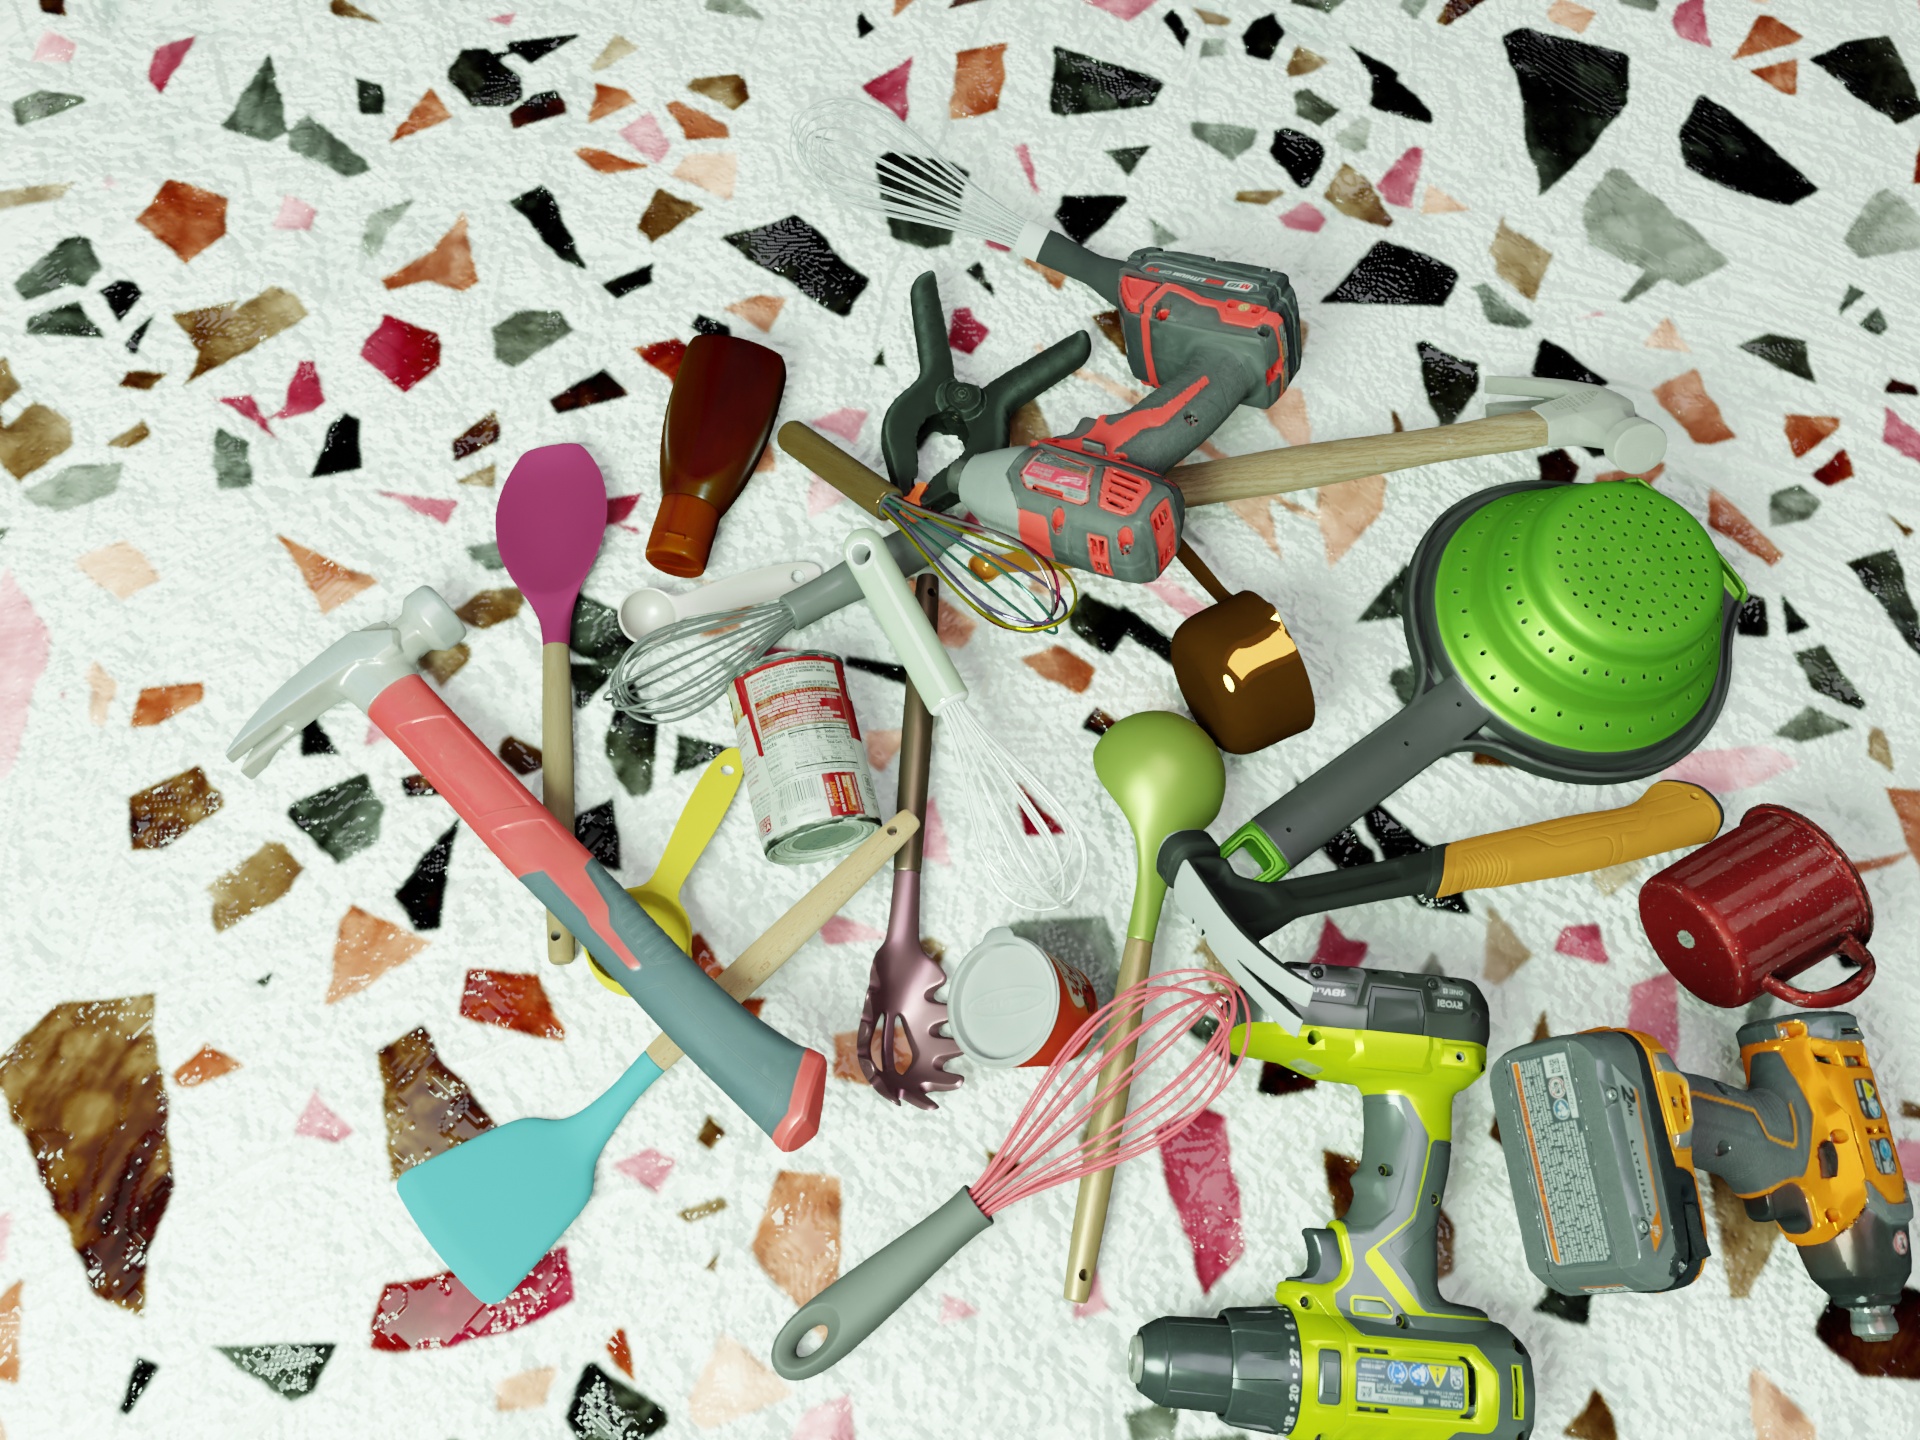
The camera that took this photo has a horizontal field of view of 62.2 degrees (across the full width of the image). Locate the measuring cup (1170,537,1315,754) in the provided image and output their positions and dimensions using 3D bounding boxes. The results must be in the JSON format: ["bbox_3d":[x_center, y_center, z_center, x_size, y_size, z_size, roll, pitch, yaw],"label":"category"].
[{"bbox_3d":[0.138,-0.053,0.924,0.052,0.095,0.174,-26,54,-8],"label":"measuring cup"}]

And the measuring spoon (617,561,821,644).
[{"bbox_3d":[-0.141,-0.071,0.938,0.124,0.018,0.034,-17,83,-18],"label":"measuring spoon"}]

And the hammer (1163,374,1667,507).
[{"bbox_3d":[0.237,-0.160,0.965,0.331,0.031,0.130,-9,28,1],"label":"hammer"}]

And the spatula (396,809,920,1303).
[{"bbox_3d":[-0.139,0.156,0.816,0.317,0.044,0.082,-44,70,-9],"label":"spatula"}]

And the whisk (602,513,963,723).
[{"bbox_3d":[-0.098,-0.064,0.919,0.239,0.055,0.055,-30,73,-19],"label":"whisk"}]

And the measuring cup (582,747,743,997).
[{"bbox_3d":[-0.155,0.082,0.873,0.062,0.029,0.157,21,57,4],"label":"measuring cup"}]

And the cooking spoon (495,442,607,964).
[{"bbox_3d":[-0.230,-0.018,0.905,0.069,0.017,0.319,-8,69,4],"label":"cooking spoon"}]

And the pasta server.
[{"bbox_3d":[-0.024,0.057,0.881,0.060,0.040,0.316,16,64,-27],"label":"pasta server"}]

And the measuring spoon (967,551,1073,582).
[{"bbox_3d":[0.060,-0.098,0.965,0.117,0.011,0.021,-10,70,-12],"label":"measuring spoon"}]

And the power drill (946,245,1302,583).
[{"bbox_3d":[0.097,-0.179,0.934,0.143,0.078,0.220,20,59,30],"label":"power drill"}]

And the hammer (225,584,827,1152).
[{"bbox_3d":[-0.219,0.088,0.822,0.143,0.038,0.387,-42,67,-16],"label":"hammer"}]

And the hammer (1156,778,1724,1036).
[{"bbox_3d":[0.279,0.081,0.850,0.336,0.034,0.127,-9,37,-22],"label":"hammer"}]

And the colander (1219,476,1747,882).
[{"bbox_3d":[0.307,-0.029,0.908,0.397,0.094,0.205,-34,74,-16],"label":"colander"}]

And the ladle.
[{"bbox_3d":[0.088,0.146,0.858,0.078,0.062,0.320,16,75,-12],"label":"ladle"}]

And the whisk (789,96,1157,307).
[{"bbox_3d":[0.018,-0.324,1.026,0.284,0.070,0.070,26,69,1],"label":"whisk"}]

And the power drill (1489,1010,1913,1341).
[{"bbox_3d":[0.383,0.230,0.793,0.226,0.084,0.164,5,67,-27],"label":"power drill"}]

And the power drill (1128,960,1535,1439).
[{"bbox_3d":[0.185,0.244,0.803,0.190,0.080,0.229,6,71,-3],"label":"power drill"}]

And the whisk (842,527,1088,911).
[{"bbox_3d":[-0.001,-0.003,0.886,0.058,0.059,0.246,-33,78,18],"label":"whisk"}]

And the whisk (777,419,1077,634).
[{"bbox_3d":[-0.024,-0.115,0.913,0.245,0.051,0.047,38,92,33],"label":"whisk"}]

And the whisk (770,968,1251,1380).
[{"bbox_3d":[0.024,0.226,0.786,0.296,0.073,0.073,-39,76,-1],"label":"whisk"}]
